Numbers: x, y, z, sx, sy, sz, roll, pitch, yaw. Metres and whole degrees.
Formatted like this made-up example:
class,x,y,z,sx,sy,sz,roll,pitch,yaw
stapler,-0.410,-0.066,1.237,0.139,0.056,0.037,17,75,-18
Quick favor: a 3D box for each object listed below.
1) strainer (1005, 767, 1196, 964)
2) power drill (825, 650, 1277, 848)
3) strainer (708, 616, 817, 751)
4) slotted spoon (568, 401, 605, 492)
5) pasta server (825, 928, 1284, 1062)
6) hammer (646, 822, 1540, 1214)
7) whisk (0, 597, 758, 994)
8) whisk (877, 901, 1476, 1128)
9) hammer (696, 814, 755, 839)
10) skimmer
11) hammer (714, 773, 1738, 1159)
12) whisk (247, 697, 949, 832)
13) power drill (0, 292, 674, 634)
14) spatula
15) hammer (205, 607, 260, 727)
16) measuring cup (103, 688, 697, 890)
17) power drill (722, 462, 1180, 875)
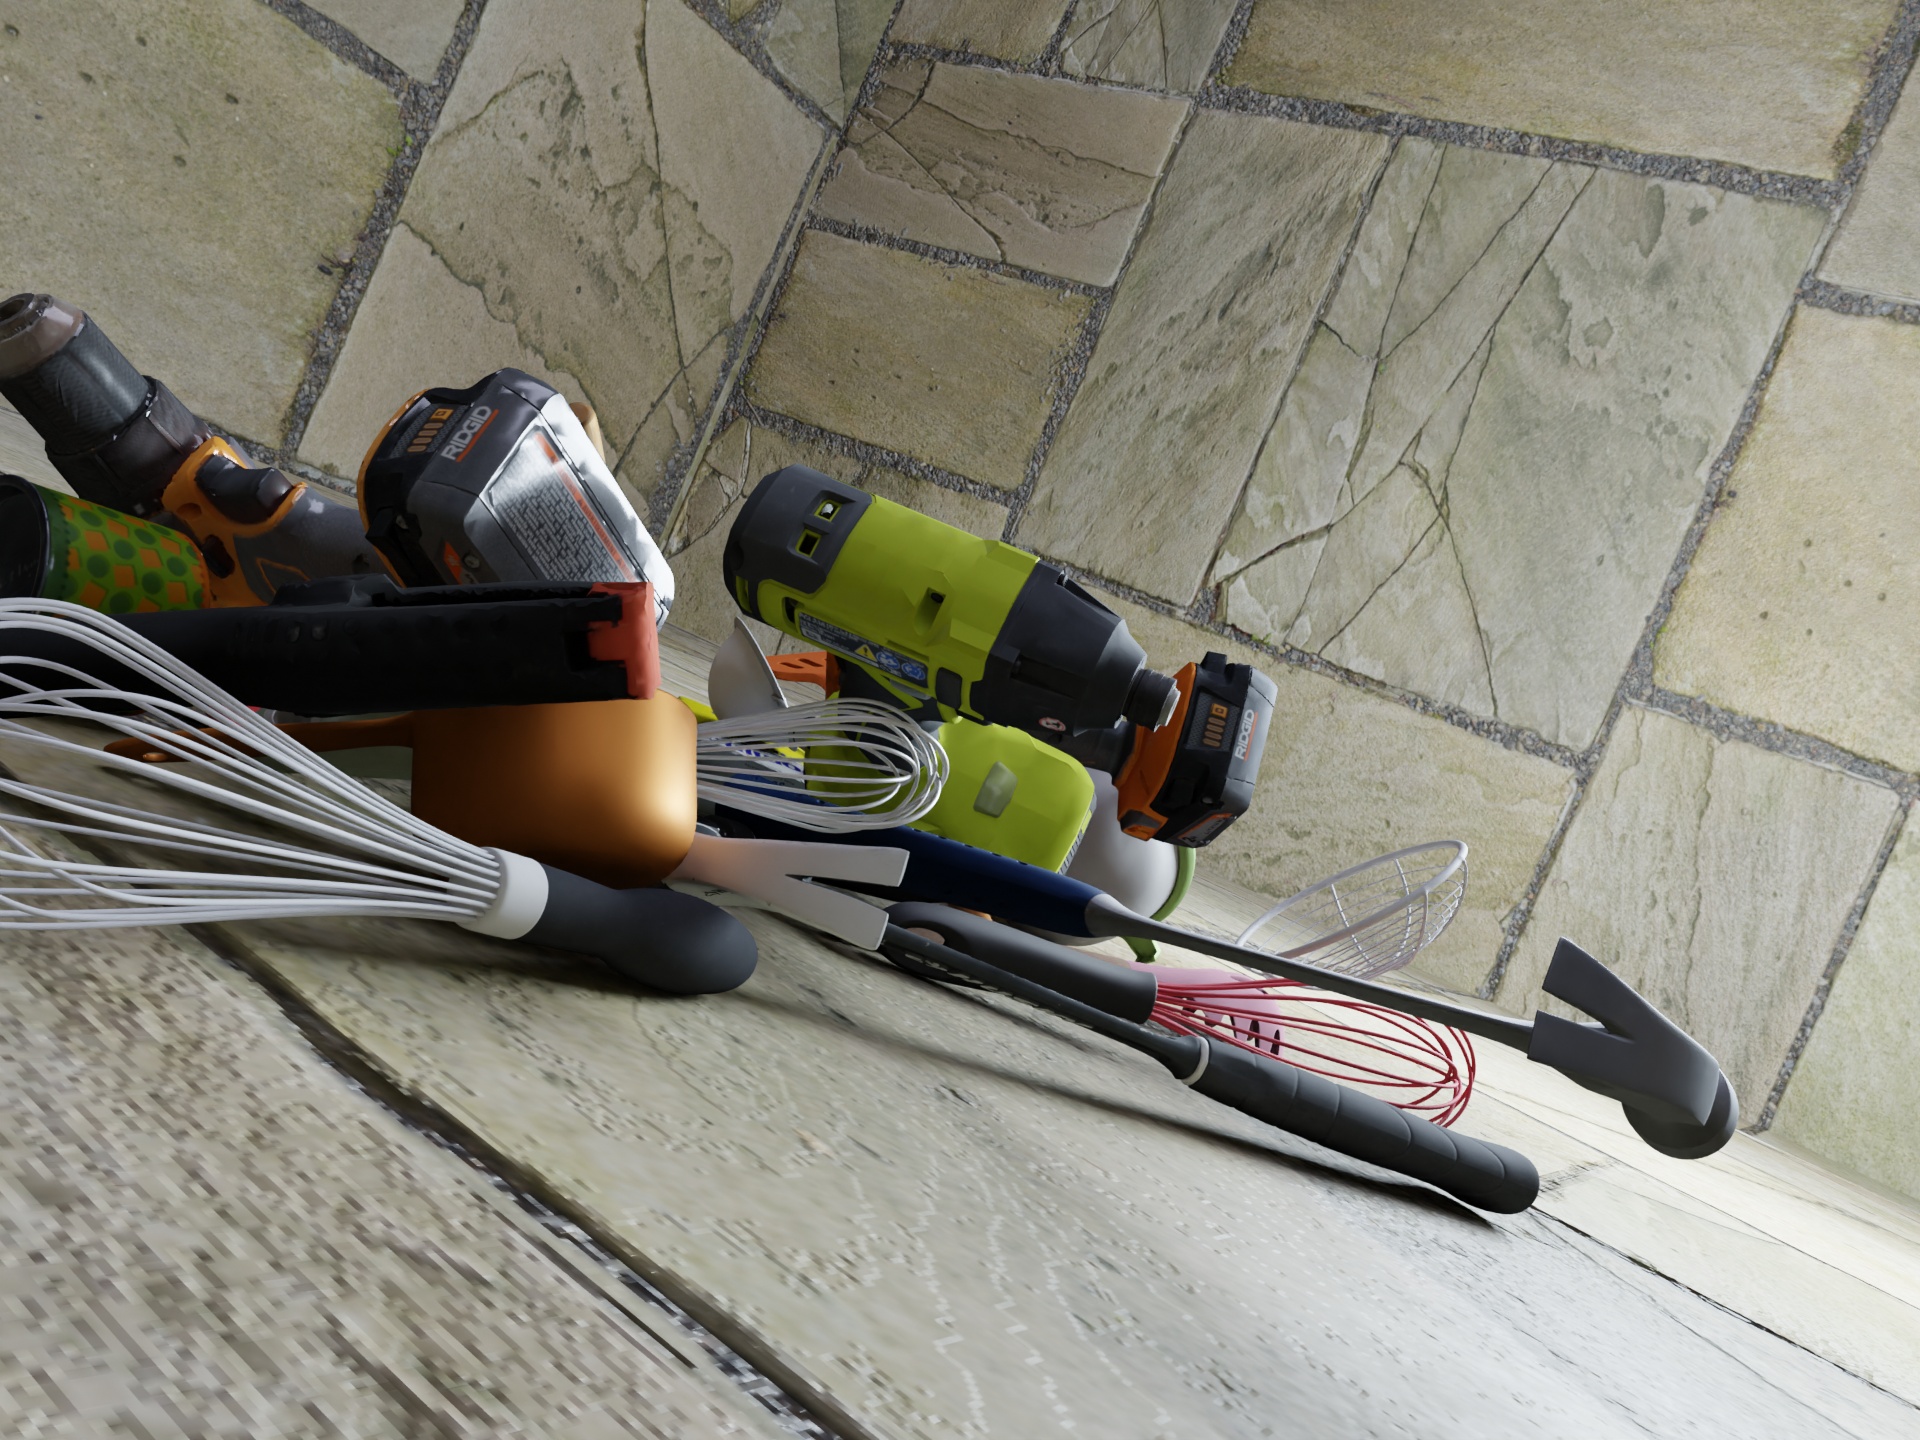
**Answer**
class,x,y,z,sx,sy,sz,roll,pitch,yaw
strainer,0.011,0.064,0.957,0.256,0.151,0.069,20,37,17
power drill,0.040,-0.011,0.819,0.226,0.084,0.164,17,-17,0
strainer,-0.090,0.003,0.873,0.259,0.050,0.086,32,-35,56
slotted spoon,-0.162,-0.040,0.722,0.070,0.031,0.313,37,-27,12
pasta server,0.058,0.129,0.785,0.316,0.040,0.060,17,5,-40
hammer,0.079,0.123,0.606,0.408,0.036,0.149,26,-16,-27
whisk,-0.140,0.036,0.398,0.070,0.070,0.284,24,-4,34
whisk,0.101,0.128,0.712,0.295,0.073,0.073,17,3,-13
hammer,-0.227,-0.012,0.744,0.127,0.034,0.337,23,5,-42
skimmer,0.070,0.066,0.792,0.363,0.090,0.127,13,-4,-6
hammer,0.059,0.072,0.585,0.406,0.035,0.143,12,-15,37
whisk,-0.125,0.013,0.569,0.246,0.059,0.058,4,48,-10
power drill,-0.244,-0.083,0.601,0.226,0.084,0.185,5,-37,27
spatula,-0.047,0.032,0.917,0.081,0.041,0.323,-7,37,-24
hammer,-0.419,-0.097,0.632,0.386,0.038,0.143,31,-35,11
measuring cup,-0.166,0.026,0.483,0.173,0.052,0.095,-2,-21,-15
power drill,-0.001,-0.002,0.660,0.171,0.080,0.223,24,-22,11
